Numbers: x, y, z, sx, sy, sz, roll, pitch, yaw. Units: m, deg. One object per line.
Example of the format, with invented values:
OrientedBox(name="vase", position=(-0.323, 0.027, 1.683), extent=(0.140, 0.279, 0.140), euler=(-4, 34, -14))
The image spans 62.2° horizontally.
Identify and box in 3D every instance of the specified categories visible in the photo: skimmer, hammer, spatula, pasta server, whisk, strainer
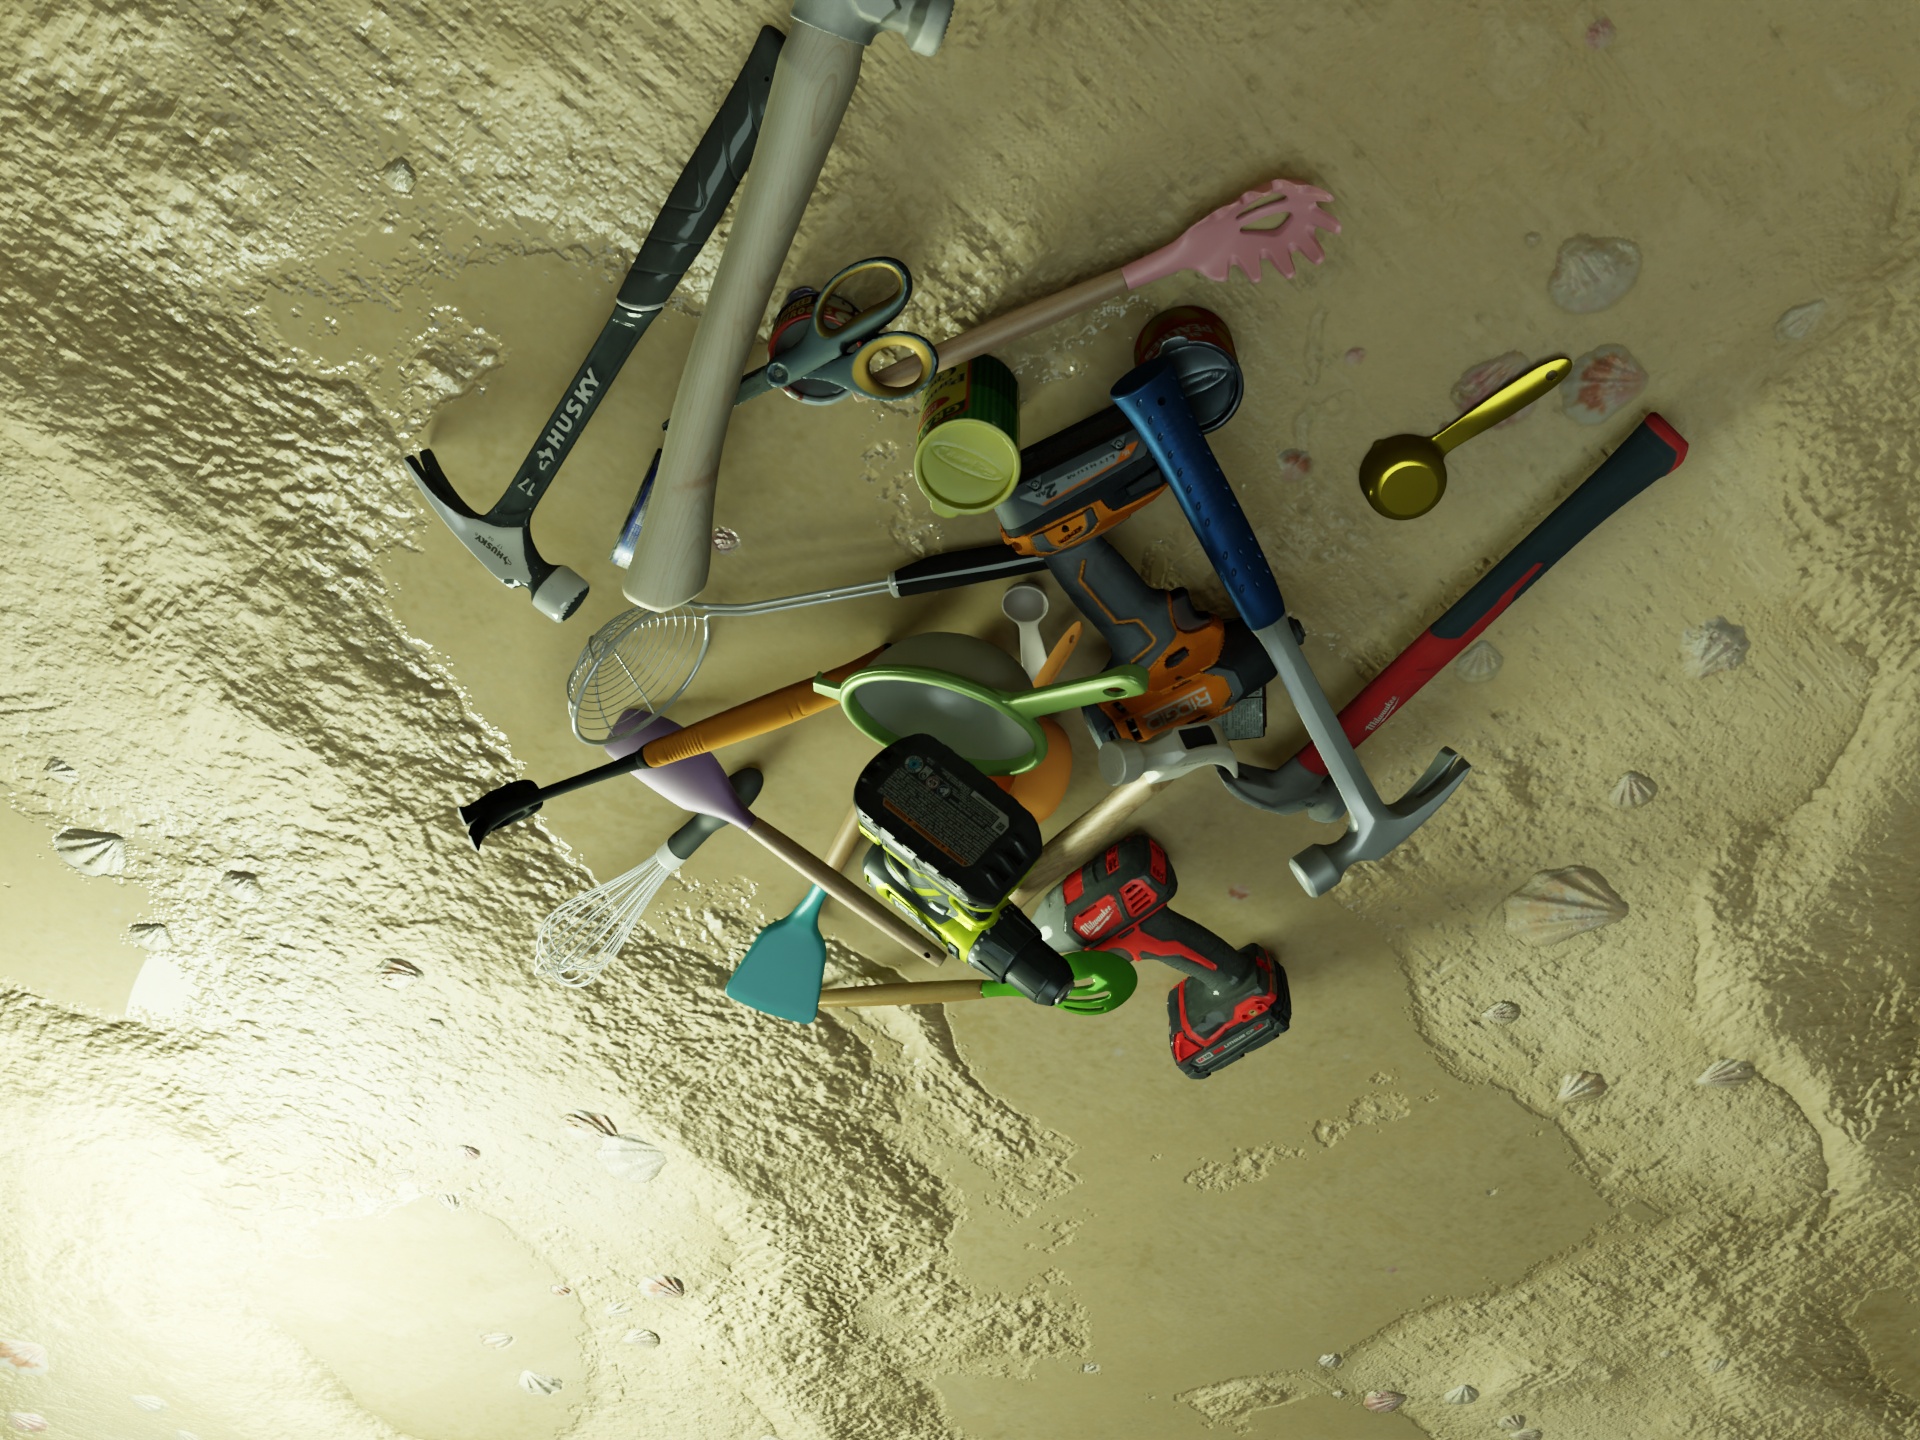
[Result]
OrientedBox(name="skimmer", position=(-0.102, -0.059, 1.132), extent=(0.363, 0.090, 0.127), euler=(-10, 161, 6))
OrientedBox(name="hammer", position=(-0.142, -0.252, 0.949), extent=(0.146, 0.038, 0.410), euler=(15, 116, -17))
OrientedBox(name="hammer", position=(-0.216, -0.253, 1.010), extent=(0.149, 0.036, 0.409), euler=(38, 117, -2))
OrientedBox(name="spatula", position=(-0.140, 0.094, 1.238), extent=(0.316, 0.018, 0.059), euler=(37, 111, -2))
OrientedBox(name="hammer", position=(0.342, -0.069, 1.124), extent=(0.143, 0.038, 0.386), euler=(16, 126, -39))
OrientedBox(name="hammer", position=(0.212, -0.062, 1.053), extent=(0.144, 0.035, 0.405), euler=(-33, 118, 0))
OrientedBox(name="pasta server", position=(0.078, -0.261, 0.990), extent=(0.316, 0.040, 0.060), euler=(-21, 132, 9))
OrientedBox(name="hammer", position=(0.097, 0.083, 1.198), extent=(0.130, 0.031, 0.331), euler=(-10, 159, -29))
OrientedBox(name="spatula", position=(-0.102, 0.123, 1.299), extent=(0.082, 0.044, 0.317), euler=(22, 124, -10))
OrientedBox(name="whisk", position=(-0.257, 0.128, 1.302), extent=(0.070, 0.070, 0.284), euler=(37, 115, -24))
OrientedBox(name="hammer", position=(-0.202, 0.015, 1.172), extent=(0.337, 0.127, 0.034), euler=(-20, 96, 3))
OrientedBox(name="strainer", position=(0.031, -0.030, 1.080), extent=(0.151, 0.069, 0.256), euler=(34, 150, -34))

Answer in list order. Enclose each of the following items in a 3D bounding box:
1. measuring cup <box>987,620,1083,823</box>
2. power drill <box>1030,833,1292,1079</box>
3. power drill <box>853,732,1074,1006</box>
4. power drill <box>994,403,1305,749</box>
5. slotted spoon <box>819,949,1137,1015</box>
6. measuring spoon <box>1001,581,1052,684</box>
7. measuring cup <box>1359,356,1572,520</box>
OrientedBox(name="measuring cup", position=(0.066, 0.004, 1.184), extent=(0.052, 0.095, 0.173), euler=(18, 118, -25))
OrientedBox(name="power drill", position=(0.163, 0.199, 1.332), extent=(0.143, 0.079, 0.219), euler=(-37, 115, 25))
OrientedBox(name="power drill", position=(0.005, 0.120, 1.179), extent=(0.191, 0.080, 0.228), euler=(37, 161, 19))
OrientedBox(name="power drill", position=(0.129, -0.095, 1.082), extent=(0.164, 0.084, 0.226), euler=(-25, 114, 7))
OrientedBox(name="slotted spoon", position=(-0.002, 0.230, 1.344), extent=(0.314, 0.031, 0.070), euler=(-8, 124, 27))
OrientedBox(name="measuring spoon", position=(0.054, -0.057, 1.181), extent=(0.034, 0.018, 0.124), euler=(-2, 134, 10))
OrientedBox(name="measuring cup", position=(0.339, -0.188, 1.060), extent=(0.156, 0.029, 0.062), euler=(-34, 119, 26))
